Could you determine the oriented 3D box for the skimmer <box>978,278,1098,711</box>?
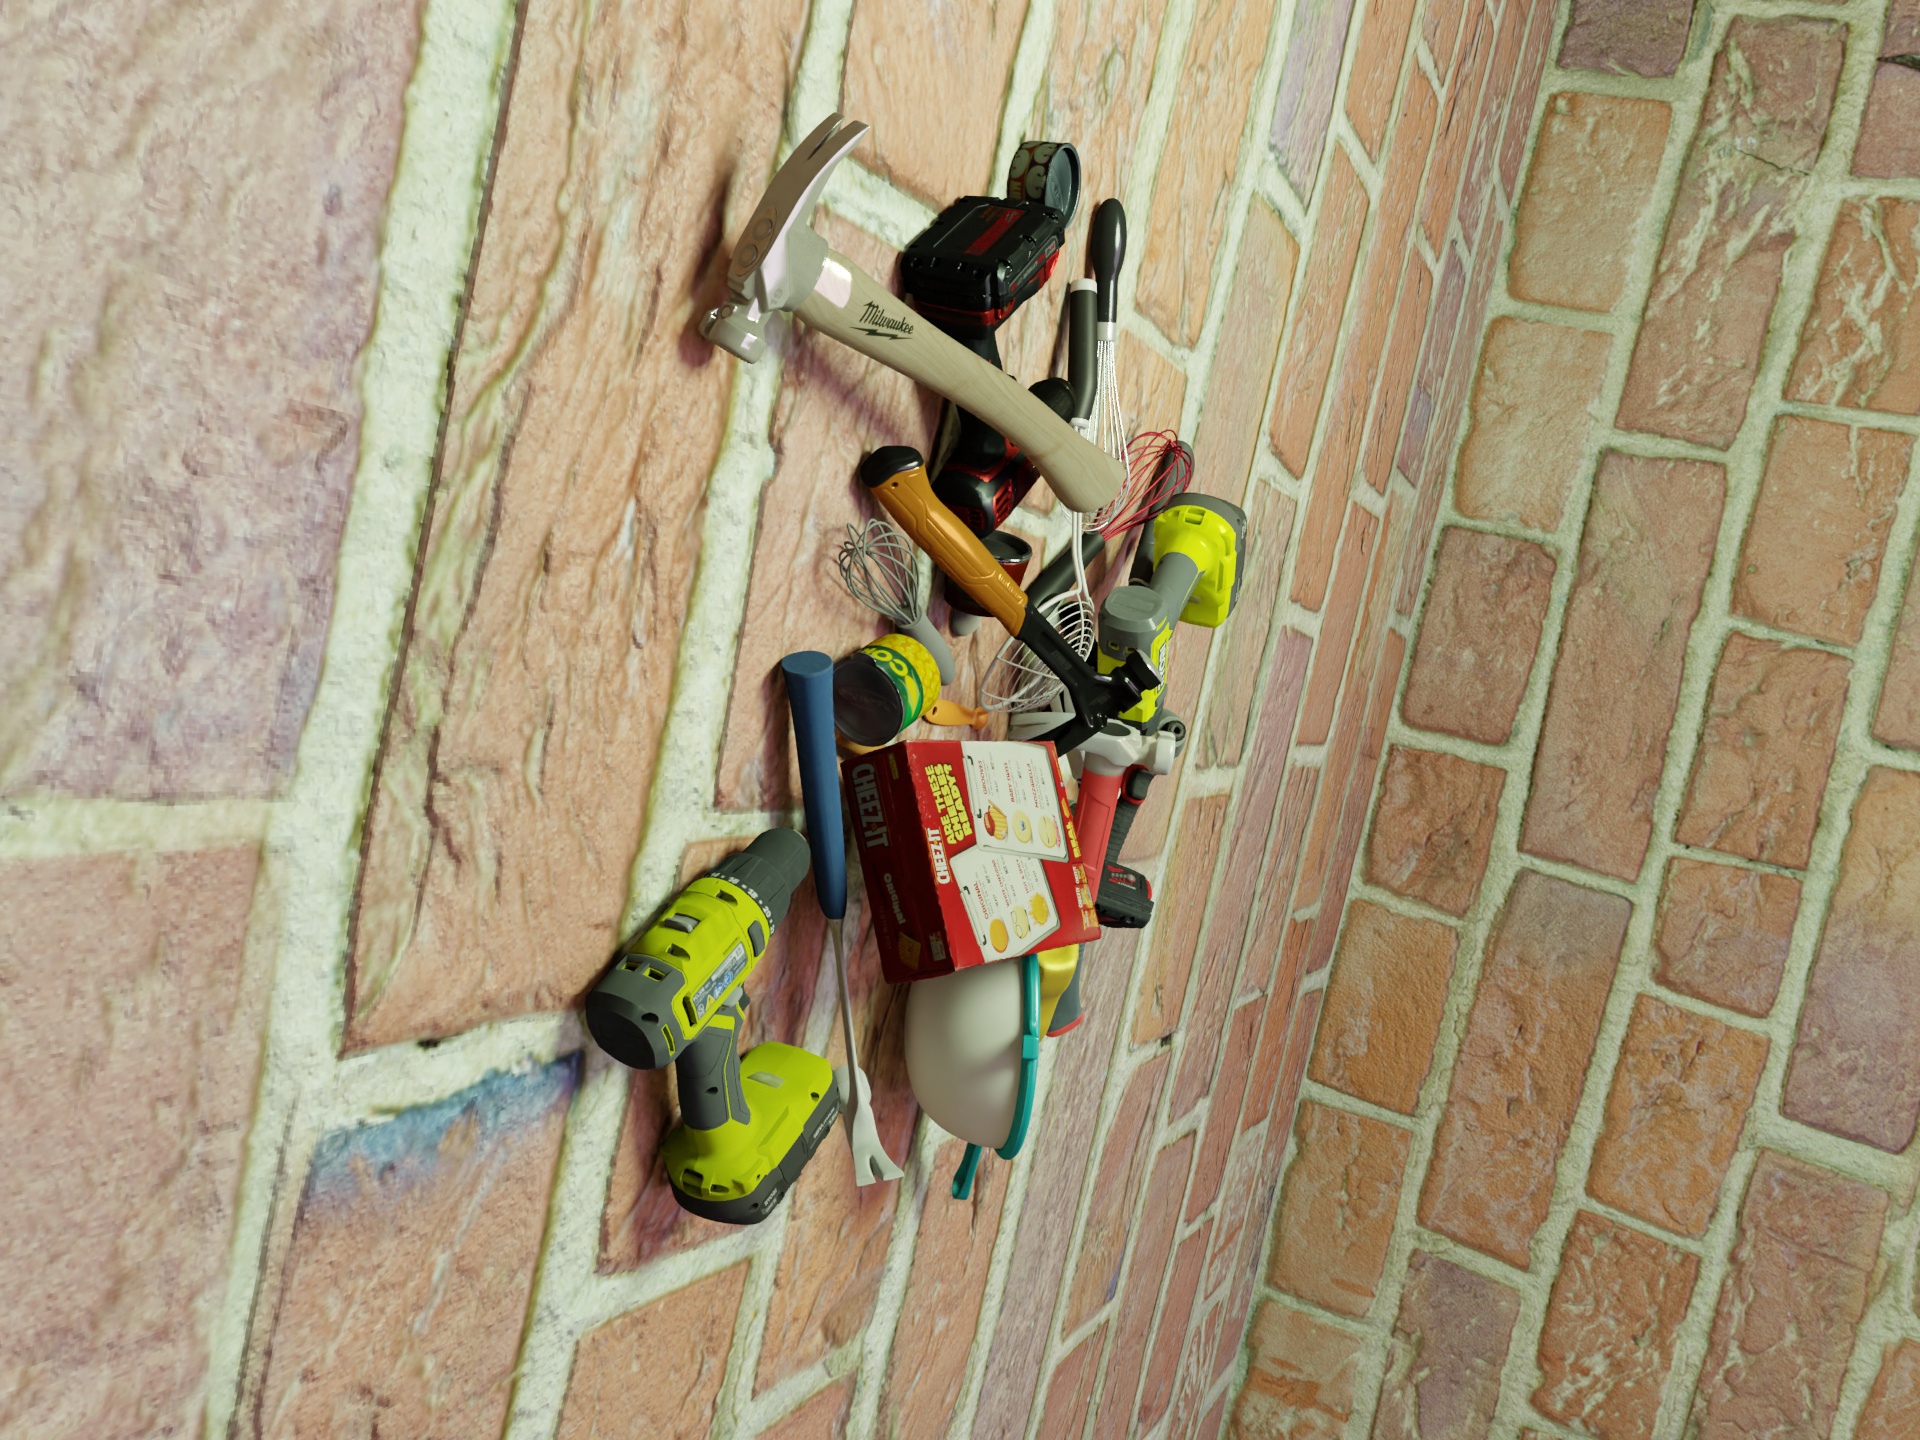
[{"bbox_3d":[0.069,-0.188,1.337,0.127,0.090,0.363,9,82,-67],"label":"skimmer"}]

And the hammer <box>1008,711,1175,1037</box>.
[{"bbox_3d":[0.095,0.154,1.480,0.038,0.143,0.386,-79,177,-52],"label":"hammer"}]

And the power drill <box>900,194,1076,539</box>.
[{"bbox_3d":[0.034,-0.268,1.181,0.188,0.080,0.226,-54,150,-40],"label":"power drill"}]

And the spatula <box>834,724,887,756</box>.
[{"bbox_3d":[-0.021,0.059,1.271,0.322,0.081,0.041,30,63,-59],"label":"spatula"}]

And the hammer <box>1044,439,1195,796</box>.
[{"bbox_3d":[0.164,-0.121,1.529,0.149,0.036,0.409,62,40,-44],"label":"hammer"}]

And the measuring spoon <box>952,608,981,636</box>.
[{"bbox_3d":[0.027,-0.111,1.317,0.124,0.018,0.034,-53,147,-41],"label":"measuring spoon"}]

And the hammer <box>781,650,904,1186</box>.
[{"bbox_3d":[-0.087,0.147,1.132,0.144,0.035,0.405,-123,-154,-62],"label":"hammer"}]

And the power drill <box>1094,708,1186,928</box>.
[{"bbox_3d":[0.167,0.092,1.591,0.143,0.078,0.220,157,-48,-72],"label":"power drill"}]

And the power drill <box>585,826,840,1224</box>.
[{"bbox_3d":[-0.146,0.199,1.048,0.191,0.080,0.228,-50,142,-43],"label":"power drill"}]

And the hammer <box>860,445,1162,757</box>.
[{"bbox_3d":[0.026,-0.087,1.201,0.127,0.034,0.336,-37,133,10],"label":"hammer"}]

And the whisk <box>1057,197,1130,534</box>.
[{"bbox_3d":[0.122,-0.303,1.375,0.070,0.070,0.284,-22,118,-61],"label":"whisk"}]

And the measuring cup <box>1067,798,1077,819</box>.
[{"bbox_3d":[0.076,0.085,1.507,0.083,0.038,0.167,-63,151,-26],"label":"measuring cup"}]

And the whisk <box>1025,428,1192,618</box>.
[{"bbox_3d":[0.133,-0.177,1.467,0.296,0.073,0.073,-49,145,-34],"label":"whisk"}]

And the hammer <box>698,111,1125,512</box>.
[{"bbox_3d":[0.005,-0.233,1.043,0.410,0.038,0.146,21,103,-54],"label":"hammer"}]

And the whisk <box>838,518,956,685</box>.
[{"bbox_3d":[-0.040,-0.079,1.166,0.238,0.055,0.055,58,51,-64],"label":"whisk"}]

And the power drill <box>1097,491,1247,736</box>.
[{"bbox_3d":[0.184,-0.089,1.437,0.223,0.080,0.171,-55,153,-40],"label":"power drill"}]

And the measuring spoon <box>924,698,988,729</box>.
[{"bbox_3d":[-0.002,-0.004,1.319,0.116,0.011,0.021,9,94,-65],"label":"measuring spoon"}]

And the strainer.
[{"bbox_3d":[-0.008,0.307,1.376,0.211,0.095,0.340,-96,-166,-50],"label":"strainer"}]
